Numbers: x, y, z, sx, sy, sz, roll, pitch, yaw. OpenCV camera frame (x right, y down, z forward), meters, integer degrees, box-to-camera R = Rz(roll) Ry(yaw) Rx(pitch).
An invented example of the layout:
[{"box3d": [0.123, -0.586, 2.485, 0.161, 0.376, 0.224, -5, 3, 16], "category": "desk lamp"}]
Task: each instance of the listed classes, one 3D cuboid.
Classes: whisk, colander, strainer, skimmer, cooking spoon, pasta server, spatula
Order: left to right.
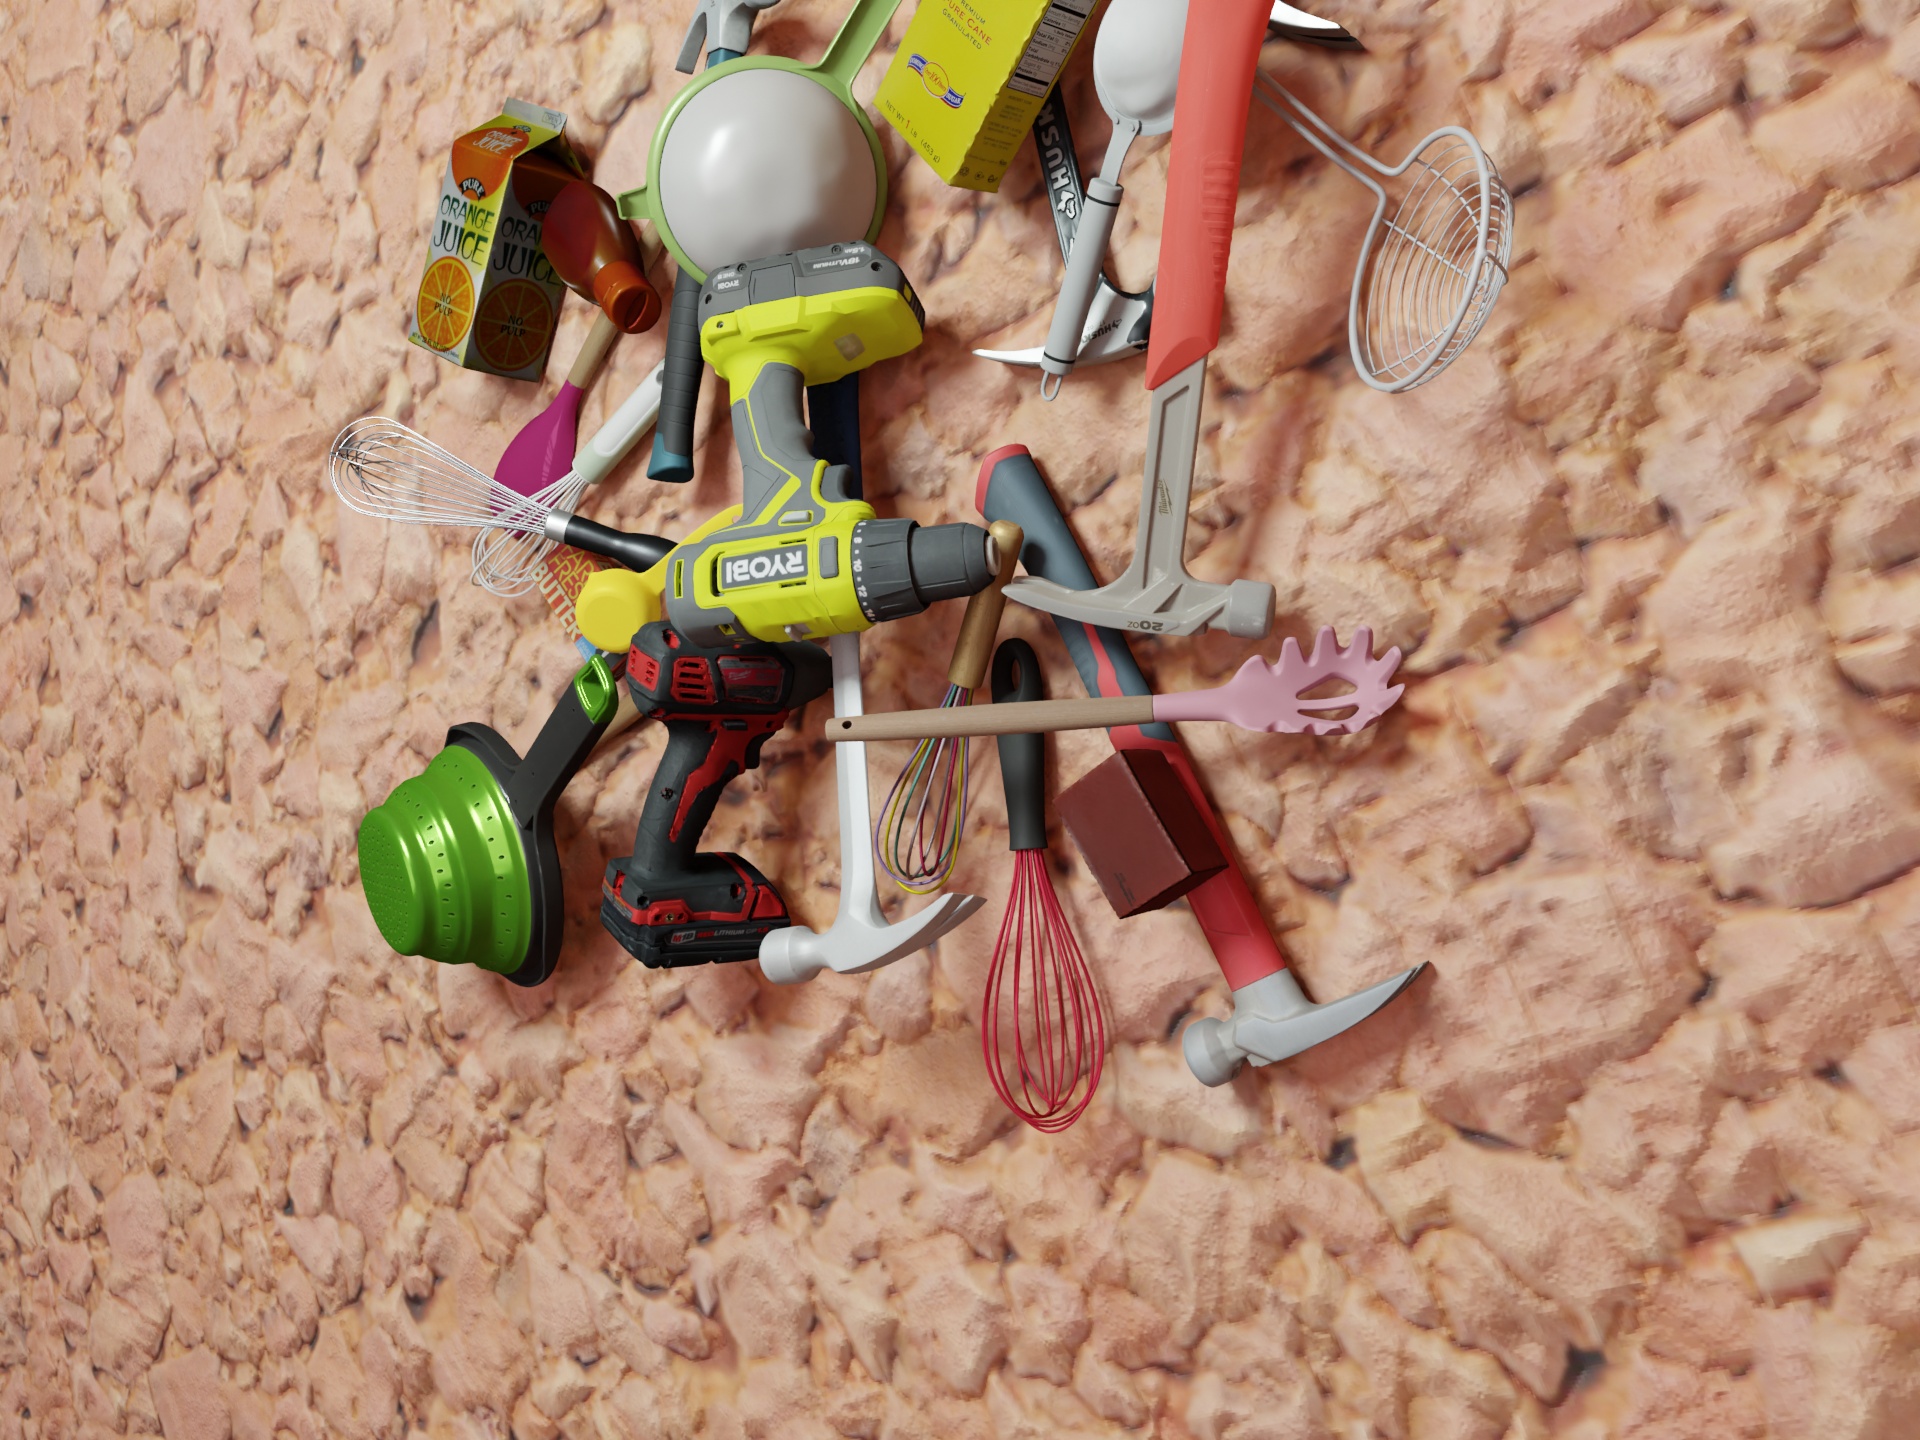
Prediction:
[{"box3d": [-0.340, 0.070, 1.108, 0.397, 0.094, 0.205, -45, 66, 48], "category": "colander"}, {"box3d": [-0.311, -0.148, 1.118, 0.284, 0.070, 0.070, 18, 104, 3], "category": "whisk"}, {"box3d": [-0.277, -0.175, 1.154, 0.246, 0.059, 0.058, -41, 85, 23], "category": "whisk"}, {"box3d": [-0.269, -0.268, 1.160, 0.069, 0.017, 0.318, 47, 116, 23], "category": "cooking spoon"}, {"box3d": [-0.211, -0.037, 1.118, 0.317, 0.044, 0.082, -33, 44, 33], "category": "spatula"}, {"box3d": [-0.086, -0.368, 0.961, 0.256, 0.151, 0.069, -55, 21, 13], "category": "strainer"}, {"box3d": [0.000, -0.002, 0.958, 0.047, 0.051, 0.245, 46, 126, 52], "category": "whisk"}, {"box3d": [0.041, 0.096, 0.951, 0.073, 0.073, 0.296, -8, 82, 34], "category": "whisk"}, {"box3d": [0.077, -0.008, 0.866, 0.316, 0.040, 0.060, -4, 64, 12], "category": "pasta server"}, {"box3d": [0.080, -0.291, 0.852, 0.087, 0.050, 0.258, 40, 128, 35], "category": "strainer"}, {"box3d": [0.144, -0.319, 0.825, 0.363, 0.090, 0.127, 49, 145, 18], "category": "skimmer"}]

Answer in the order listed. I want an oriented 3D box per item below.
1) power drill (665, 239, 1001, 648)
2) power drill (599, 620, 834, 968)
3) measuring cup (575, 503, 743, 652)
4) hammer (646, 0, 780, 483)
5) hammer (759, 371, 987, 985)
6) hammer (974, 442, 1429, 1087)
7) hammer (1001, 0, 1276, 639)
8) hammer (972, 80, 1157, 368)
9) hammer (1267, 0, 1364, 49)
[{"box3d": [-0.075, -0.159, 0.935, 0.190, 0.080, 0.229, -7, 72, 14], "category": "power drill"}, {"box3d": [-0.154, 0.043, 1.034, 0.079, 0.143, 0.219, 30, 114, 50], "category": "power drill"}, {"box3d": [-0.200, -0.098, 1.083, 0.156, 0.029, 0.062, -33, 110, 22], "category": "measuring cup"}, {"box3d": [-0.171, -0.320, 1.049, 0.128, 0.033, 0.331, 31, 114, 61], "category": "hammer"}, {"box3d": [-0.065, -0.051, 0.967, 0.144, 0.035, 0.406, -15, 70, 31], "category": "hammer"}, {"box3d": [0.116, 0.004, 0.905, 0.143, 0.038, 0.386, -32, 75, 29], "category": "hammer"}, {"box3d": [0.108, -0.220, 0.817, 0.149, 0.037, 0.359, 10, 112, 15], "category": "hammer"}, {"box3d": [0.037, -0.403, 0.939, 0.149, 0.036, 0.409, -17, 83, 34], "category": "hammer"}, {"box3d": [0.248, -0.496, 0.792, 0.334, 0.035, 0.146, -46, 68, 26], "category": "hammer"}]
